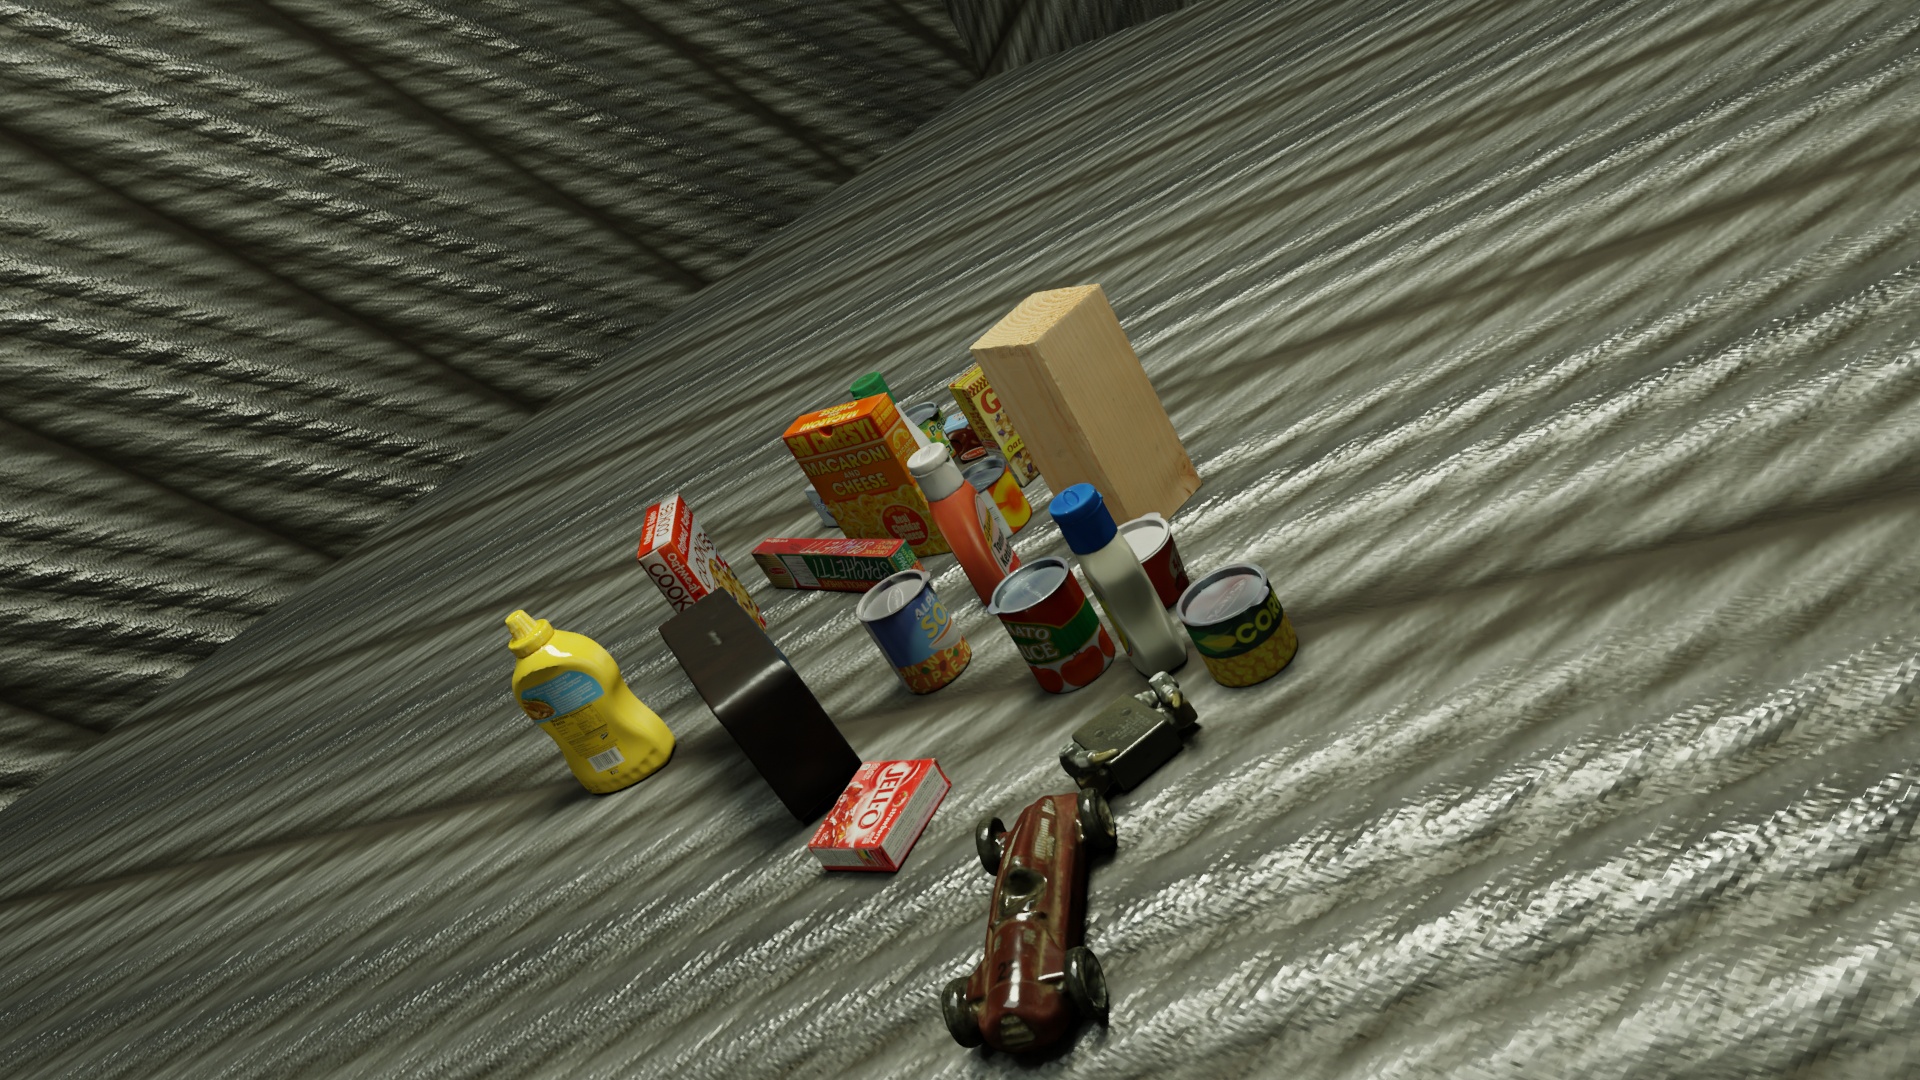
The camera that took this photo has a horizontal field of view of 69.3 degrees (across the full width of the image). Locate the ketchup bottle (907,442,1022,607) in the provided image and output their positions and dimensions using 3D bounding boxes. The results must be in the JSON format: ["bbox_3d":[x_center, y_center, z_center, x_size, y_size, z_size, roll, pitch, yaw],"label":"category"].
[{"bbox_3d":[0.004,-0.015,1.207,0.043,0.148,0.065,-23,25,20],"label":"ketchup bottle"}]

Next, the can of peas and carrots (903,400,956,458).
[{"bbox_3d":[-0.039,-0.116,1.566,0.071,0.058,0.071,-26,24,13],"label":"can of peas and carrots"}]

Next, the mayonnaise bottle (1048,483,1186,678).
[{"bbox_3d":[0.112,0.028,0.998,0.041,0.147,0.065,-31,23,1],"label":"mayonnaise bottle"}]

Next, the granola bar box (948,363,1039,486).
[{"bbox_3d":[0.082,-0.154,1.414,0.166,0.124,0.039,-41,25,-22],"label":"granola bar box"}]

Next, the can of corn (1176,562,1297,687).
[{"bbox_3d":[0.193,0.058,0.954,0.071,0.058,0.071,-26,24,13],"label":"can of corn"}]

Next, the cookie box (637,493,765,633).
[{"bbox_3d":[-0.252,0.049,1.363,0.040,0.167,0.123,-30,24,5],"label":"cookie box"}]

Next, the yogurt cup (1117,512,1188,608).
[{"bbox_3d":[0.143,0.022,1.088,0.072,0.053,0.073,-26,24,13],"label":"yogurt cup"}]

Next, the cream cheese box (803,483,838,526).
[{"bbox_3d":[-0.124,-0.042,1.529,0.103,0.053,0.024,0,39,50],"label":"cream cheese box"}]

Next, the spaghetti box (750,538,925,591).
[{"bbox_3d":[-0.126,0.025,1.406,0.250,0.050,0.029,0,39,50],"label":"spaghetti box"}]

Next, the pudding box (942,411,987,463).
[{"bbox_3d":[0.029,-0.122,1.509,0.083,0.049,0.030,-20,26,24],"label":"pudding box"}]

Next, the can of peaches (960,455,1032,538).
[{"bbox_3d":[0.029,-0.038,1.336,0.071,0.058,0.071,-26,24,13],"label":"can of peaches"}]

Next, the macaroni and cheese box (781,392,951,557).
[{"bbox_3d":[-0.083,-0.056,1.369,0.123,0.166,0.040,-11,31,39],"label":"macaroni and cheese box"}]

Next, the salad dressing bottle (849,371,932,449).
[{"bbox_3d":[-0.065,-0.109,1.473,0.064,0.147,0.044,-1,38,50],"label":"salad dressing bottle"}]

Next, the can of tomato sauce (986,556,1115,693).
[{"bbox_3d":[0.069,0.066,1.055,0.071,0.083,0.071,-26,24,13],"label":"can of tomato sauce"}]

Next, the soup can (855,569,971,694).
[{"bbox_3d":[-0.036,0.075,1.160,0.071,0.083,0.072,-26,24,13],"label":"soup can"}]
